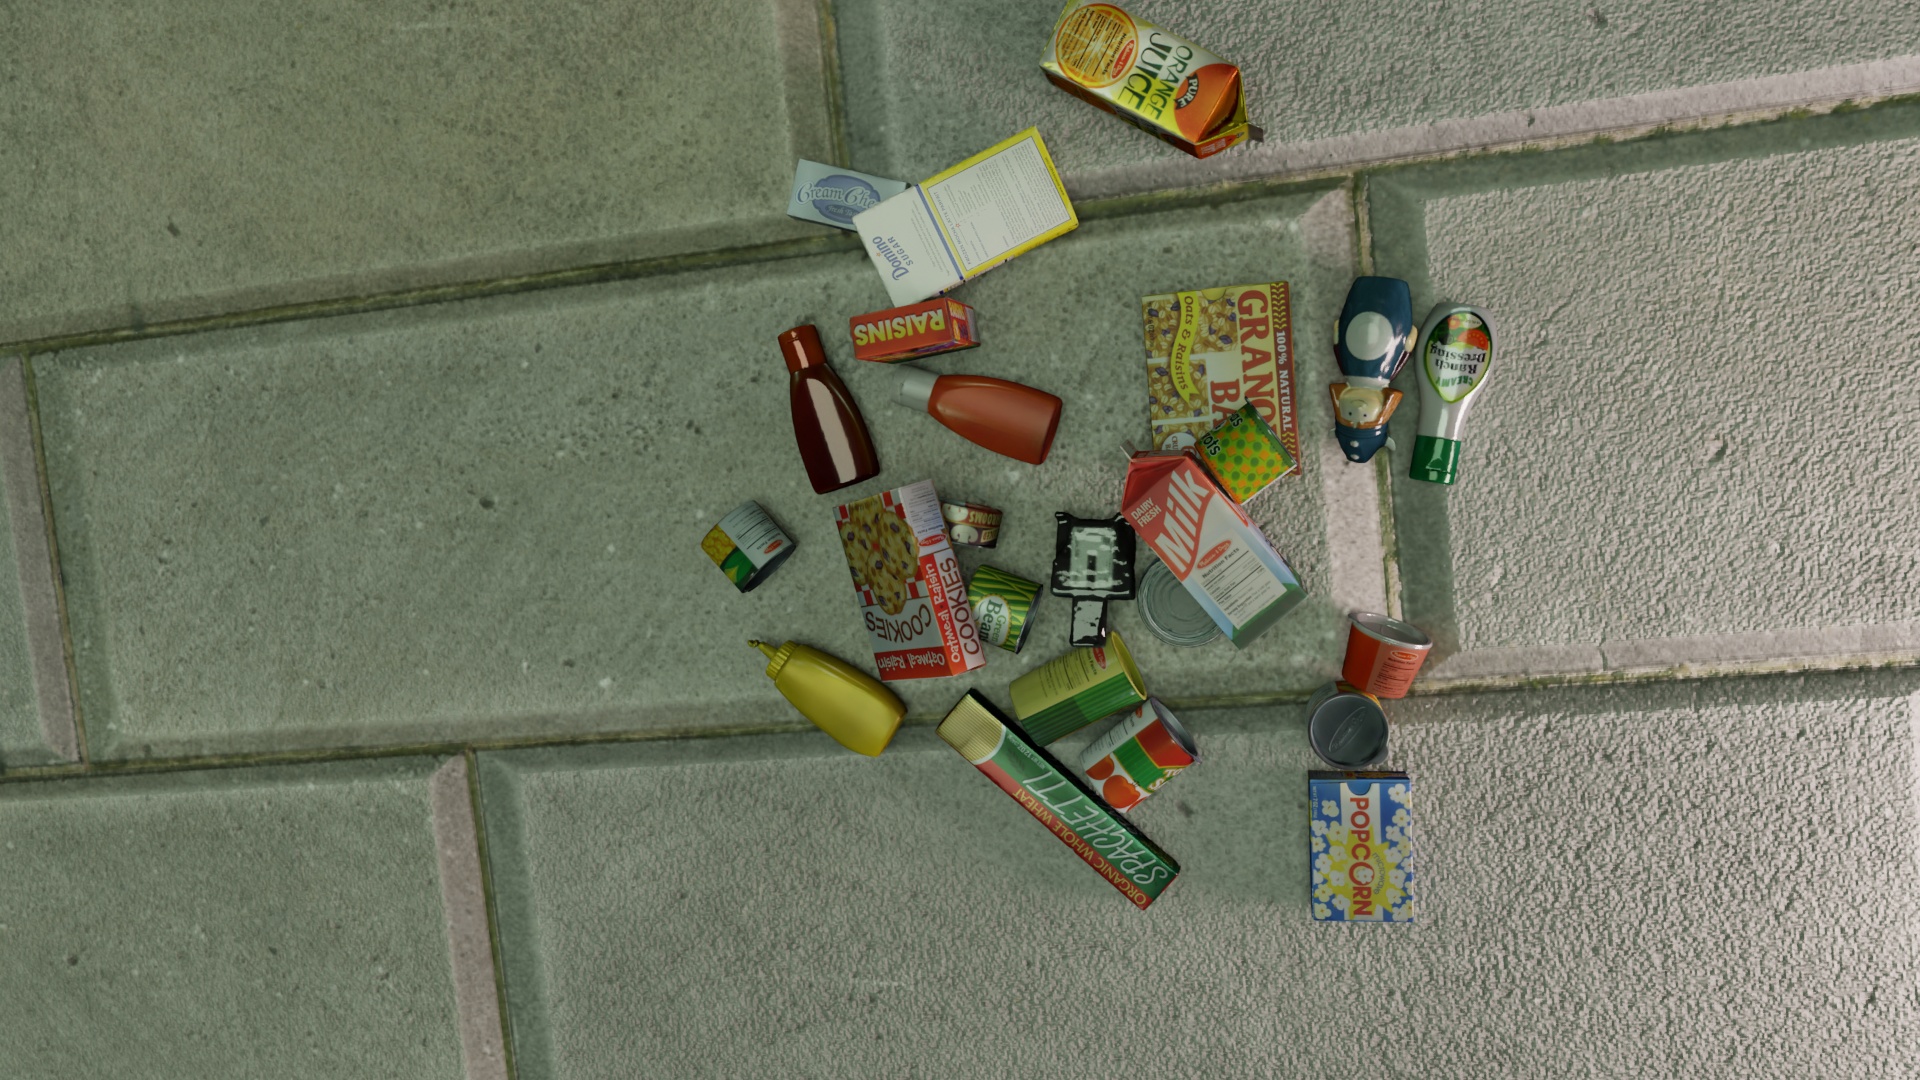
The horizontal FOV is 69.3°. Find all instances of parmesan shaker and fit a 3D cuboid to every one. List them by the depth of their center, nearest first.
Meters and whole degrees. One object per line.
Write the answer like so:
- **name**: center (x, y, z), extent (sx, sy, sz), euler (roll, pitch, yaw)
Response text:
- **parmesan shaker**: center (0.102, 0.130, 1.222), extent (0.103, 0.071, 0.071), euler (-28, 90, 13)

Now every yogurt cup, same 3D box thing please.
- **yogurt cup**: center (0.356, 0.098, 1.170), extent (0.072, 0.072, 0.053), euler (17, 107, 9)

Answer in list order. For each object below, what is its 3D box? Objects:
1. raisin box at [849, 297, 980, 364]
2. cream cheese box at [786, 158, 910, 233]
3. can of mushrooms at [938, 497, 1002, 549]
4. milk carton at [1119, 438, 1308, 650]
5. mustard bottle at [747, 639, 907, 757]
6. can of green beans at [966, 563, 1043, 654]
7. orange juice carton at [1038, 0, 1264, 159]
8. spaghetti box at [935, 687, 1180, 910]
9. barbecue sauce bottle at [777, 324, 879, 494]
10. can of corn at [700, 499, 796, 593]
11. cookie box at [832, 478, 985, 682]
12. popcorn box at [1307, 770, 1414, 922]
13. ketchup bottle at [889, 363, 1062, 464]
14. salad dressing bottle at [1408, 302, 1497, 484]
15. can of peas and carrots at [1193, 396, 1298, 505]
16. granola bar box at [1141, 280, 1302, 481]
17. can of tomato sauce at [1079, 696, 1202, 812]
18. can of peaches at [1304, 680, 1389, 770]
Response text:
- **raisin box**: center (-0.037, -0.178, 1.191), extent (0.086, 0.123, 0.040), euler (-9, 93, 12)
- **cream cheese box**: center (-0.100, -0.304, 1.243), extent (0.104, 0.024, 0.053), euler (14, 96, 9)
- **can of mushrooms**: center (0.004, -0.015, 1.225), extent (0.071, 0.071, 0.033), euler (13, 96, 10)
- **milk carton**: center (0.197, -0.009, 1.148), extent (0.073, 0.072, 0.190), euler (-41, 89, 14)
- **mustard bottle**: center (-0.127, 0.133, 1.274), extent (0.160, 0.049, 0.065), euler (34, 100, 7)
- **can of green beans**: center (0.035, 0.060, 1.227), extent (0.058, 0.071, 0.071), euler (20, 99, 9)
- **orange juice carton**: center (0.168, -0.380, 1.159), extent (0.193, 0.072, 0.073), euler (29, 100, 7)
- **spaghetti box**: center (0.088, 0.232, 1.251), extent (0.250, 0.029, 0.050), euler (40, 102, 6)
- **barbecue sauce bottle**: center (-0.125, -0.120, 1.254), extent (0.065, 0.044, 0.148), euler (-19, 91, 12)
- **can of corn**: center (-0.195, 0.006, 1.269), extent (0.071, 0.071, 0.058), euler (-44, 86, 12)
- **cookie box**: center (-0.046, 0.039, 1.219), extent (0.122, 0.040, 0.167), euler (-13, 94, 57)
- **popcorn box**: center (0.345, 0.263, 1.198), extent (0.085, 0.038, 0.126), euler (-2, 95, 12)
- **ketchup bottle**: center (0.012, -0.118, 1.227), extent (0.149, 0.044, 0.064), euler (19, 111, 9)
- **salad dressing bottle**: center (0.403, -0.121, 1.150), extent (0.064, 0.044, 0.147), euler (9, 97, 9)
- **can of peas and carrots**: center (0.231, -0.073, 1.135), extent (0.058, 0.071, 0.071), euler (-38, 87, 13)
- **granola bar box**: center (0.223, -0.133, 1.187), extent (0.124, 0.039, 0.165), euler (-4, 94, 11)
- **can of tomato sauce**: center (0.157, 0.190, 1.214), extent (0.083, 0.071, 0.071), euler (-40, 87, 13)
- **can of peaches**: center (0.330, 0.158, 1.182), extent (0.071, 0.058, 0.071), euler (1, 95, 10)
